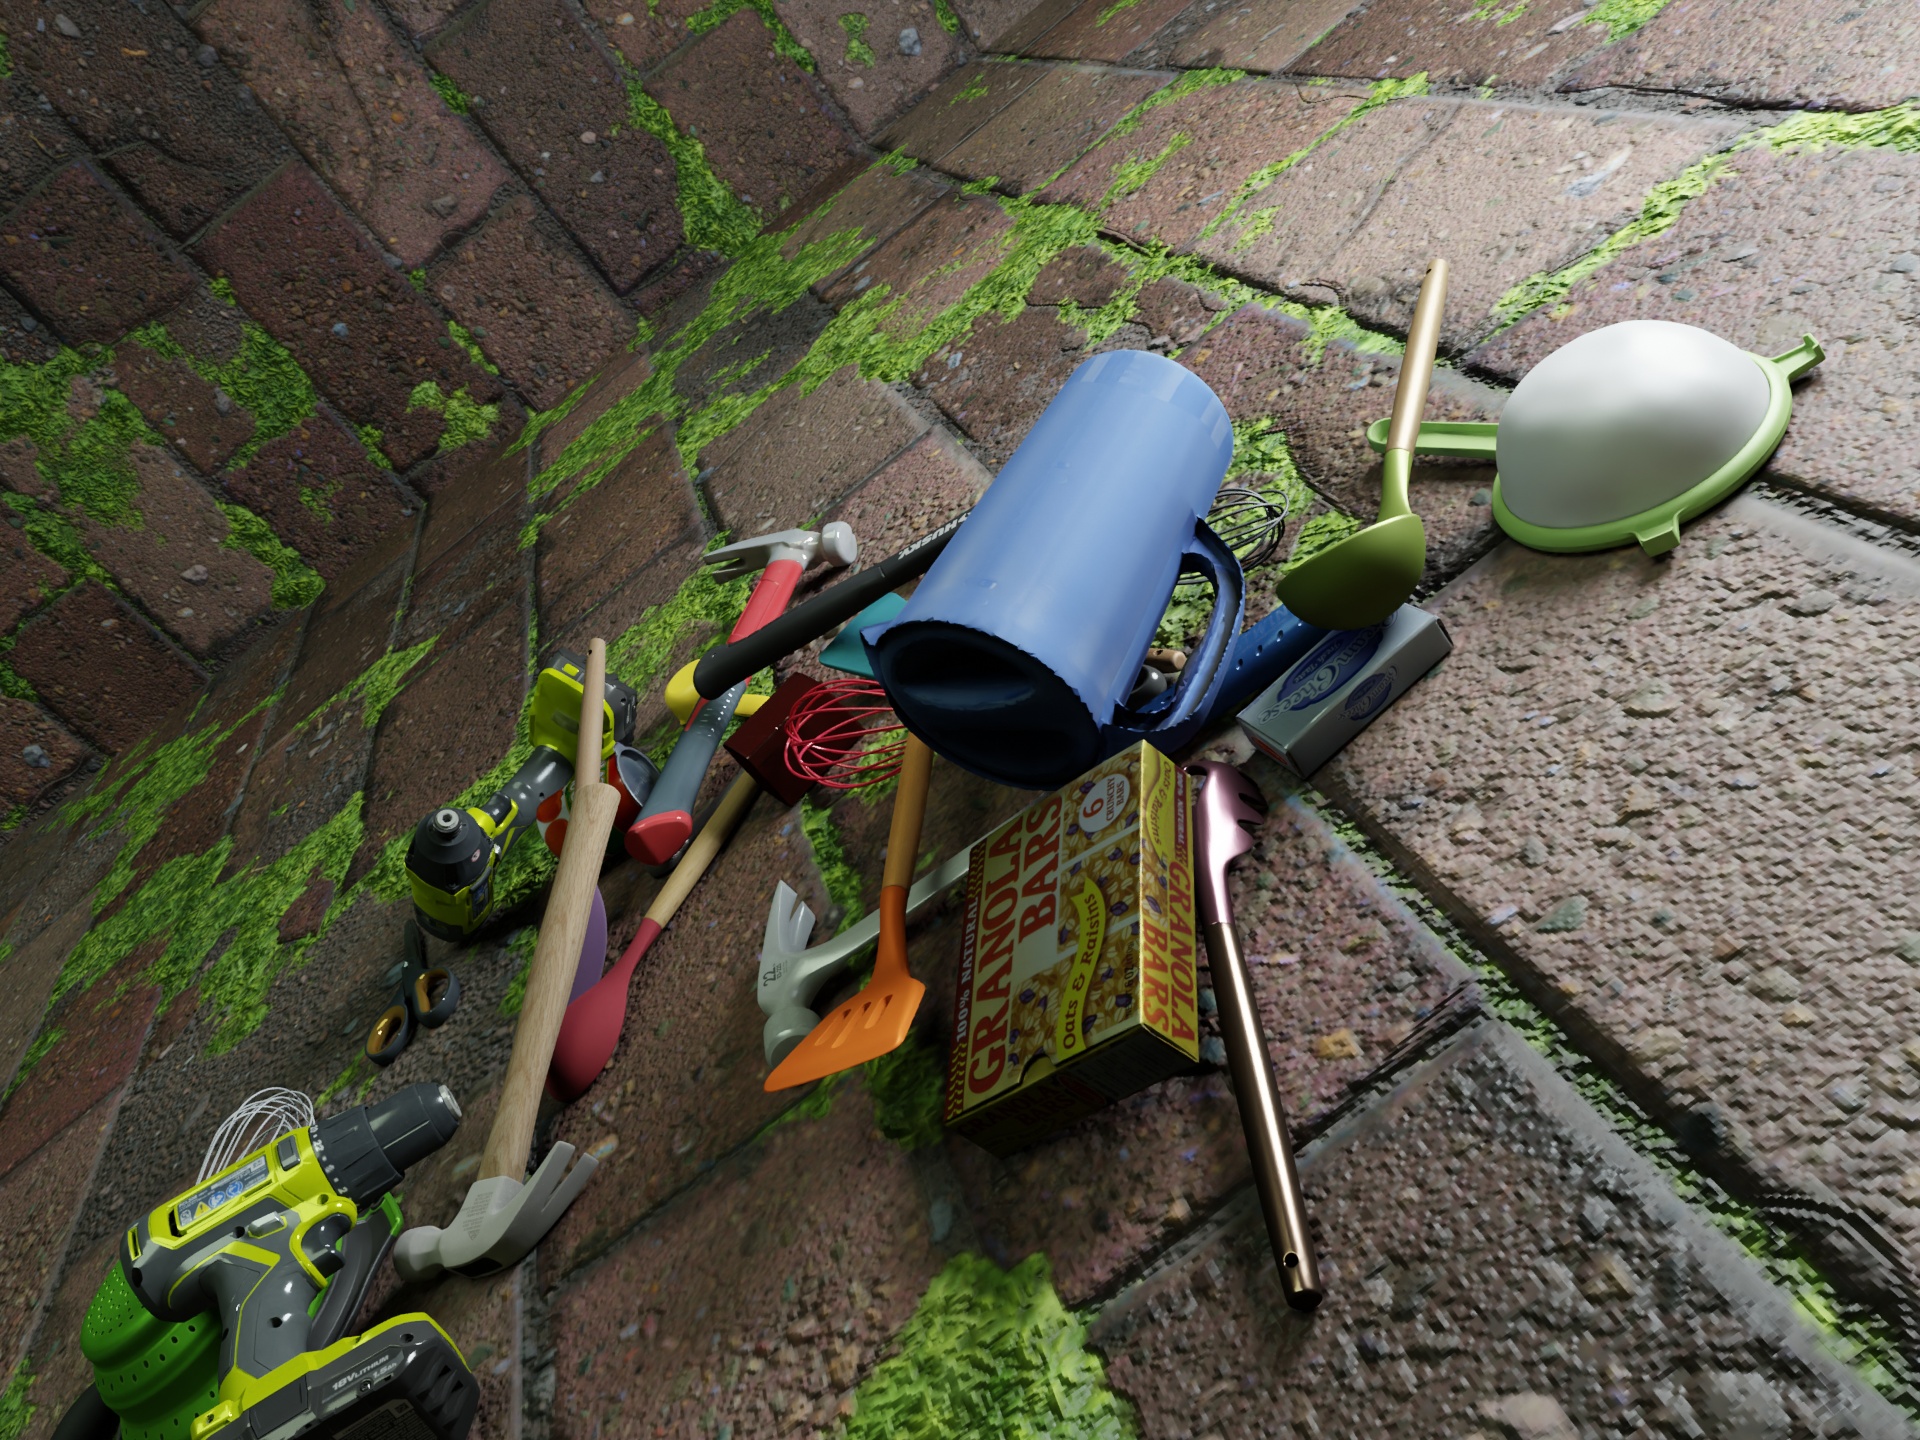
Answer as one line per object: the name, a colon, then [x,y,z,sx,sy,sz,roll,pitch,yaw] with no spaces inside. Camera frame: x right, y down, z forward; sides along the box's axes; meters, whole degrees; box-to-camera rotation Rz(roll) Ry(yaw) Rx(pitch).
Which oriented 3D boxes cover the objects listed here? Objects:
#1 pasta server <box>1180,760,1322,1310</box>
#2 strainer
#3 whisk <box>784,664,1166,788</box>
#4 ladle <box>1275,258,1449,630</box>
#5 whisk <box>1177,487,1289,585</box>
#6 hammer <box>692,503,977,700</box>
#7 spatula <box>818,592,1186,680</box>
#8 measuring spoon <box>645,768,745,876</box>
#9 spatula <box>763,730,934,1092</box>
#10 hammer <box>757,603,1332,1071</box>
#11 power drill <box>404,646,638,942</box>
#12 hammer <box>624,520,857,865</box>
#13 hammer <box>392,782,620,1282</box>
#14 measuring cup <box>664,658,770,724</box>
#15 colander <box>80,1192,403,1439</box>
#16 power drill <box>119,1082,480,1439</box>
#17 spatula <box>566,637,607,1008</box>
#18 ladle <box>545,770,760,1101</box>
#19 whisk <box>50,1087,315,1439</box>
pasta server: [0.123,0.117,0.699,0.060,0.040,0.317,-30,33,19]
strainer: [0.304,-0.168,0.849,0.151,0.069,0.256,-47,29,-14]
whisk: [-0.002,-0.003,1.003,0.296,0.073,0.073,-9,40,36]
ladle: [0.235,-0.168,0.872,0.078,0.062,0.320,-38,23,48]
whisk: [0.093,-0.090,0.991,0.239,0.055,0.055,-20,33,22]
hammer: [-0.061,-0.094,1.120,0.335,0.035,0.146,-27,30,27]
spatula: [0.026,-0.048,1.046,0.082,0.044,0.318,-46,28,-27]
measuring spoon: [-0.190,0.065,1.175,0.124,0.018,0.034,-48,28,-17]
spatula: [-0.037,0.071,0.866,0.081,0.041,0.323,-23,35,25]
hammer: [0.050,0.041,0.890,0.405,0.035,0.144,-36,27,8]
power drill: [-0.353,0.055,1.268,0.223,0.080,0.171,-57,-4,-33]
hammer: [-0.197,-0.031,1.265,0.143,0.038,0.387,-9,37,23]
hammer: [-0.262,0.181,1.004,0.130,0.031,0.332,-20,47,30]
measuring cup: [-0.196,-0.023,1.303,0.062,0.029,0.157,-50,29,-20]
colander: [-0.520,0.425,0.961,0.397,0.094,0.205,-50,29,-20]
power drill: [-0.345,0.309,0.867,0.190,0.080,0.229,-29,39,-15]
spatula: [-0.273,0.072,1.159,0.060,0.018,0.316,-24,53,28]
ladle: [-0.197,0.121,1.093,0.069,0.031,0.316,-10,38,40]
whisk: [-0.540,0.383,1.101,0.070,0.070,0.285,-13,41,42]
